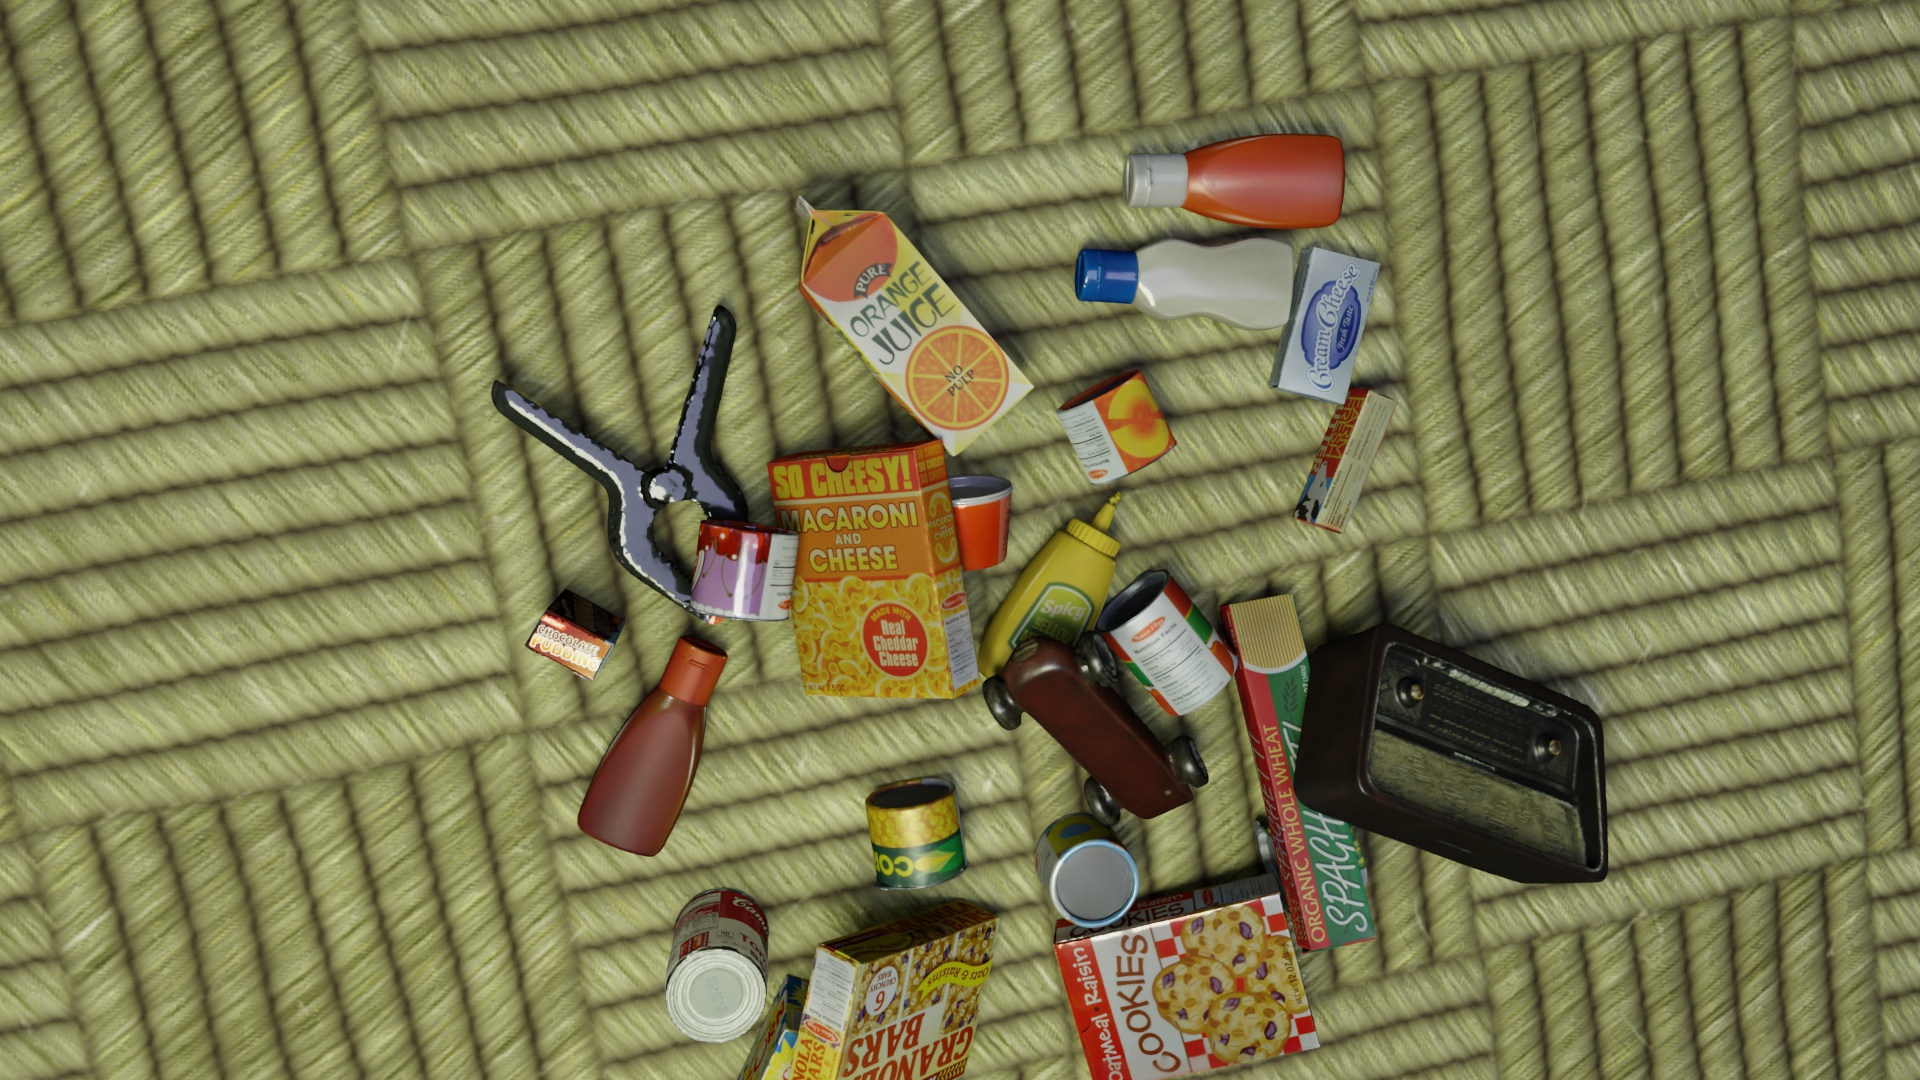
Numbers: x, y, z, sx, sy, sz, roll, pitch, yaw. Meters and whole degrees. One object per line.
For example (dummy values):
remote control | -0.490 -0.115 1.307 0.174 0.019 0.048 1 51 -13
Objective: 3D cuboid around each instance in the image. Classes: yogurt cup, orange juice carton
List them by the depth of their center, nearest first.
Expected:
orange juice carton | -0.045 -0.151 0.927 0.073 0.072 0.192 -42 101 -1
yogurt cup | 0.003 -0.012 0.957 0.072 0.072 0.053 -6 106 -7

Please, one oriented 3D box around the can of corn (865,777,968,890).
can of corn | -0.033 0.206 0.976 0.071 0.071 0.058 -10 98 -6

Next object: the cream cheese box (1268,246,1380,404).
cream cheese box | 0.260 -0.153 0.994 0.053 0.024 0.103 12 95 -8

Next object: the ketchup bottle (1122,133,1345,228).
ketchup bottle | 0.189 -0.249 0.962 0.149 0.043 0.064 -1 97 -8

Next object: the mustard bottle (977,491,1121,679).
mustard bottle | 0.072 0.035 0.978 0.065 0.049 0.160 28 93 -16

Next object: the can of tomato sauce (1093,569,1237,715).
can of tomato sauce | 0.147 0.072 0.987 0.071 0.071 0.083 -41 101 -1

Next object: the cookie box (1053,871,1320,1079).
cookie box | 0.164 0.323 1.014 0.167 0.040 0.122 -15 99 8

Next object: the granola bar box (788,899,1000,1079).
granola bar box | -0.043 0.324 0.950 0.039 0.166 0.124 16 97 34

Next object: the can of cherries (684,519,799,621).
can of cherries | -0.144 0.019 0.911 0.071 0.071 0.058 7 95 -9

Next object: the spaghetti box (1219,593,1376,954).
spaghetti box | 0.238 0.163 0.987 0.050 0.028 0.250 -10 78 -6

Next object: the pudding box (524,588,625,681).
pudding box | -0.253 0.062 0.919 0.049 0.084 0.030 30 92 -10

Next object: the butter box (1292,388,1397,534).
butter box | 0.274 -0.058 0.993 0.024 0.053 0.103 21 93 -7

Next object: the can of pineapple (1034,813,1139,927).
can of pineapple | 0.093 0.238 1.003 0.071 0.058 0.071 -1 97 -8

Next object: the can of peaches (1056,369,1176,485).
can of peaches | 0.109 -0.080 0.962 0.071 0.071 0.058 -29 100 -3

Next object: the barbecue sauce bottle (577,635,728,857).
barbecue sauce bottle | -0.206 0.139 0.956 0.065 0.044 0.148 24 93 -10

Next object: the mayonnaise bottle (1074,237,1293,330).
mayonnaise bottle | 0.155 -0.181 0.968 0.148 0.041 0.064 2 96 -7

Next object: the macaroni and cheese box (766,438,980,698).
macaroni and cheese box | -0.059 0.021 0.930 0.123 0.040 0.166 -4 100 32

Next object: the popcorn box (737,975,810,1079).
popcorn box | -0.131 0.384 0.977 0.038 0.085 0.126 24 94 -9

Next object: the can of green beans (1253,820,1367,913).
can of green beans | 0.258 0.233 1.021 0.058 0.071 0.071 -18 100 -6
